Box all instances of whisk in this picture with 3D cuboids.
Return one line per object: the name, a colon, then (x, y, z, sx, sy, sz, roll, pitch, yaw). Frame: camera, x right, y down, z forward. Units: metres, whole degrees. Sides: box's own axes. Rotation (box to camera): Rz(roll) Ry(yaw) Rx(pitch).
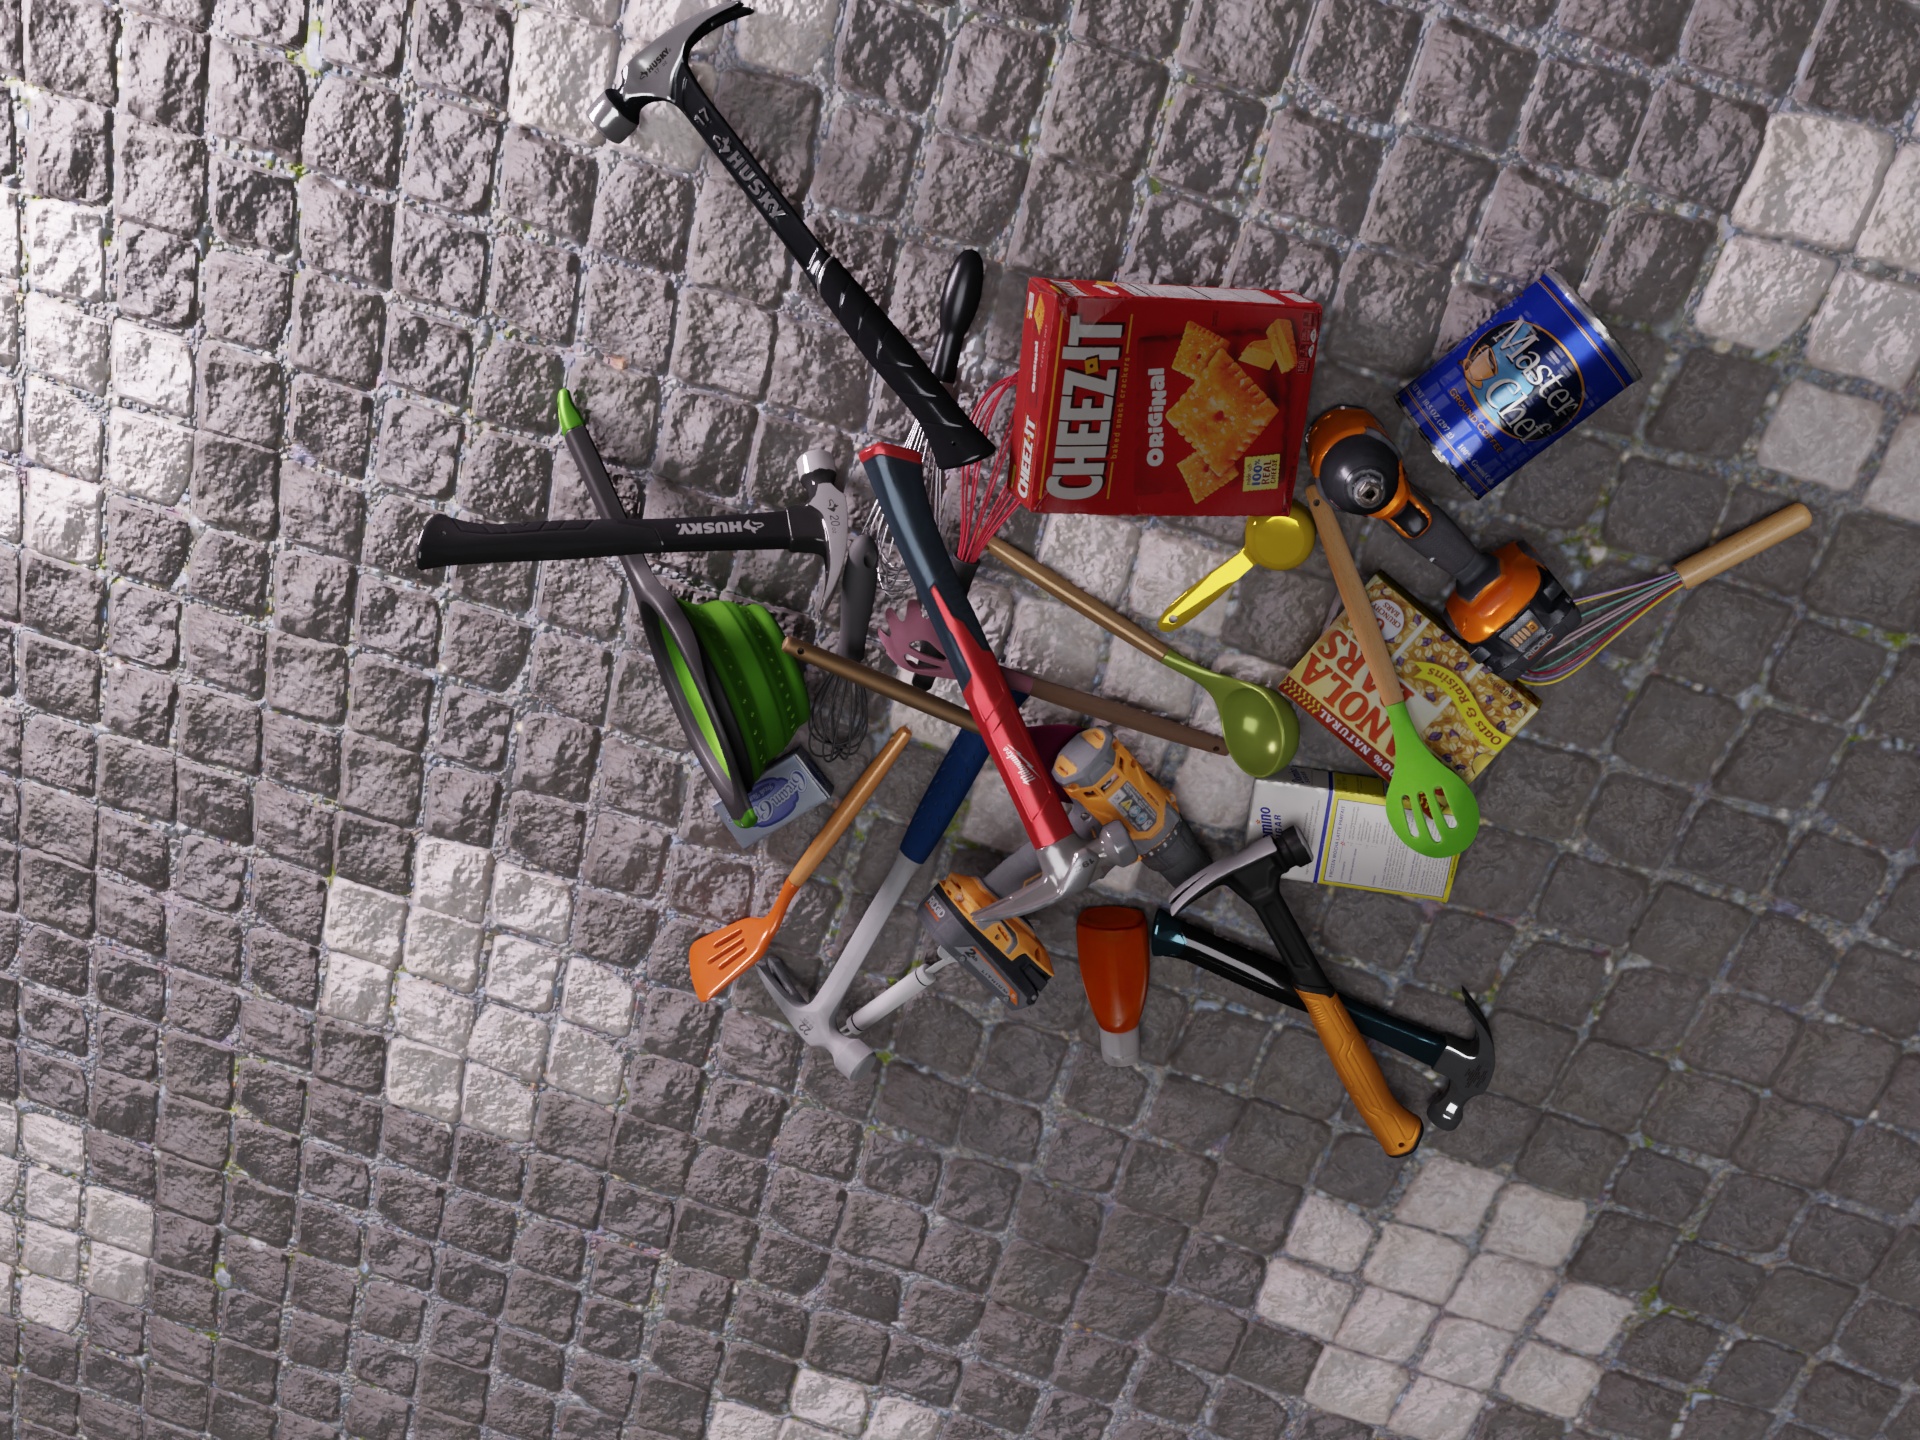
whisk: (0.538, -0.096, 1.232, 0.245, 0.047, 0.051, -29, 131, 16)
whisk: (-0.026, -0.235, 1.277, 0.070, 0.070, 0.284, 16, 109, 4)
whisk: (0.012, -0.148, 1.286, 0.073, 0.073, 0.295, 21, 118, 1)
whisk: (-0.095, -0.056, 1.335, 0.055, 0.055, 0.238, 15, 130, 4)

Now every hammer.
hammer: (-0.109, -0.357, 1.209, 0.149, 0.036, 0.409, -39, 89, 19)
hammer: (-0.054, 0.126, 1.421, 0.144, 0.035, 0.405, 38, 111, 22)
hammer: (-0.001, -0.033, 1.255, 0.143, 0.038, 0.386, -25, 96, -3)
hammer: (0.320, 0.251, 1.420, 0.331, 0.033, 0.128, 23, 115, 1)
hammer: (0.307, 0.251, 1.375, 0.127, 0.034, 0.336, -28, 109, 10)
hammer: (-0.252, -0.140, 1.248, 0.334, 0.146, 0.035, -5, 155, -15)

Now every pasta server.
pasta server: (0.082, -0.026, 1.321, 0.316, 0.040, 0.060, 17, 124, -14)

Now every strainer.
strainer: (-0.028, 0.230, 1.473, 0.258, 0.050, 0.086, -39, 144, 27)

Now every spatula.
spatula: (-0.145, 0.127, 1.449, 0.041, 0.081, 0.322, 25, 113, -31)

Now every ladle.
ladle: (0.142, -0.061, 1.315, 0.320, 0.062, 0.078, 33, 143, 0)

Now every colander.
colander: (-0.223, -0.107, 1.341, 0.094, 0.204, 0.397, -24, 90, -16)

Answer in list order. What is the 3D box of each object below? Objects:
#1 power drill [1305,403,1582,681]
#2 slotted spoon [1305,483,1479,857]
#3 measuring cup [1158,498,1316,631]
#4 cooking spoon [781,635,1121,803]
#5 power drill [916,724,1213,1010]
power drill: (0.353, -0.135, 1.185, 0.226, 0.164, 0.084, 41, 112, -9)
slotted spoon: (0.329, -0.037, 1.246, 0.070, 0.031, 0.314, -20, 91, 29)
measuring cup: (0.220, -0.118, 1.289, 0.156, 0.029, 0.062, -40, 100, 22)
cooking spoon: (-0.002, -0.004, 1.324, 0.318, 0.017, 0.068, 23, 104, -19)
power drill: (0.098, 0.140, 1.354, 0.226, 0.084, 0.185, -45, 116, 0)
